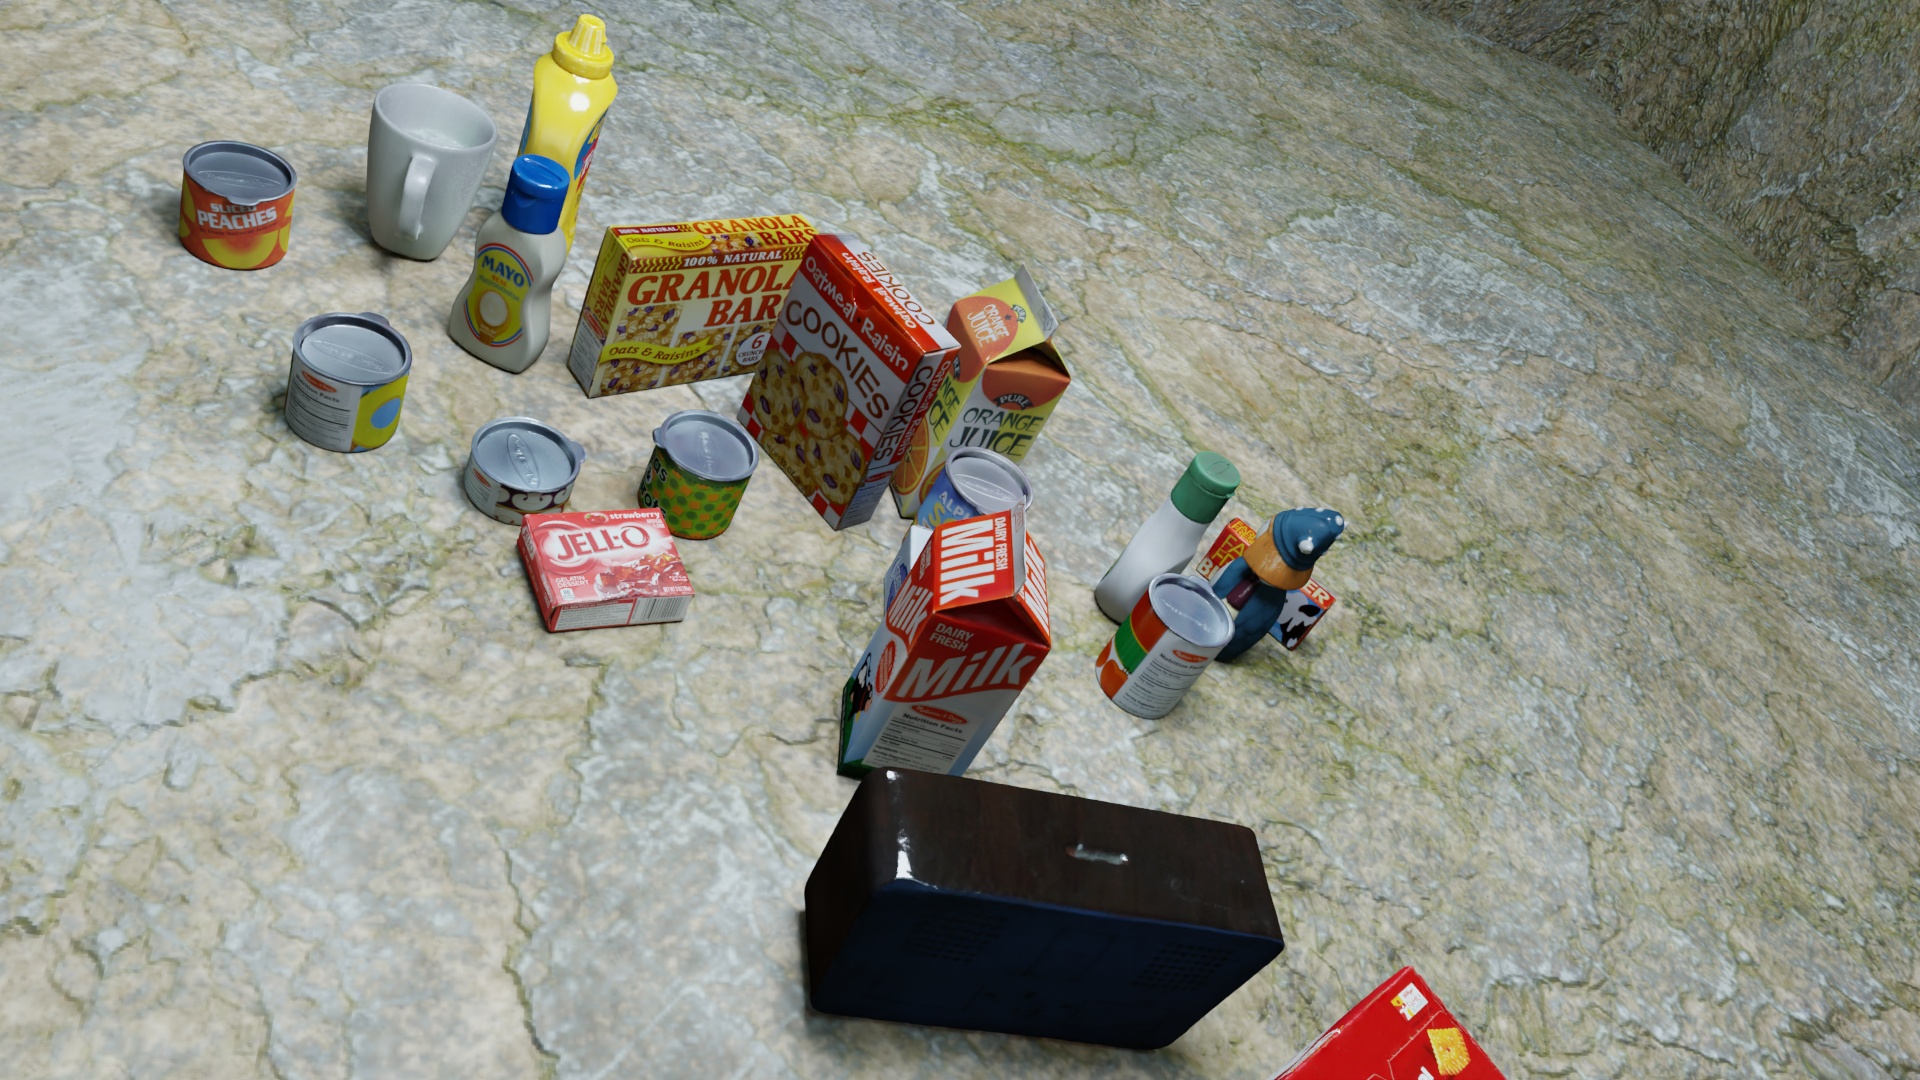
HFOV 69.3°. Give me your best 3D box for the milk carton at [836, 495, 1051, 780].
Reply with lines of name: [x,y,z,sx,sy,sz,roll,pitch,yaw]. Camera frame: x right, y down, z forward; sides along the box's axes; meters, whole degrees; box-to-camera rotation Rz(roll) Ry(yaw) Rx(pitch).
milk carton: [-0.004,0.062,0.804,0.073,0.189,0.073,18,39,-16]

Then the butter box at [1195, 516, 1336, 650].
butter box: [0.242,0.034,1.106,0.103,0.052,0.024,43,39,15]

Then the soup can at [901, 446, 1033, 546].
soup can: [0.003,-0.012,0.977,0.071,0.083,0.072,18,39,-16]

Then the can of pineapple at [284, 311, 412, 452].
can of pineapple: [-0.372,-0.097,0.846,0.071,0.057,0.071,18,39,-16]

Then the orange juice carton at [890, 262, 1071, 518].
orange juice carton: [0.015,-0.103,0.998,0.073,0.191,0.072,5,44,-29]

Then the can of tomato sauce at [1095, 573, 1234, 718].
can of tomato sauce: [0.142,0.073,0.973,0.071,0.082,0.071,18,39,-16]

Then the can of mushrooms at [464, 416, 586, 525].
can of mushrooms: [-0.273,-0.043,0.872,0.071,0.033,0.071,18,40,-16]

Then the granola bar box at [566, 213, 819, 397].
granola bar box: [-0.188,-0.170,0.994,0.166,0.123,0.039,-16,58,-43]

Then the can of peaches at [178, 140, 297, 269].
can of peaches: [-0.476,-0.219,0.914,0.071,0.057,0.071,18,39,-16]

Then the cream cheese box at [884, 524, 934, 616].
cream cheese box: [-0.031,0.044,0.917,0.024,0.053,0.104,17,40,-17]

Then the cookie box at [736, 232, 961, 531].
cookie box: [-0.082,-0.109,0.960,0.040,0.166,0.123,-20,60,-45]

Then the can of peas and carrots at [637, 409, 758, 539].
can of peas and carrots: [-0.175,-0.043,0.915,0.071,0.058,0.071,18,39,-16]

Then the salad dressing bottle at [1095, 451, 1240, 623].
salad dressing bottle: [0.151,-0.001,1.009,0.044,0.146,0.064,46,40,19]

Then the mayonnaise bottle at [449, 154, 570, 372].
mayonnaise bottle: [-0.294,-0.184,0.921,0.065,0.147,0.041,30,38,-2]
